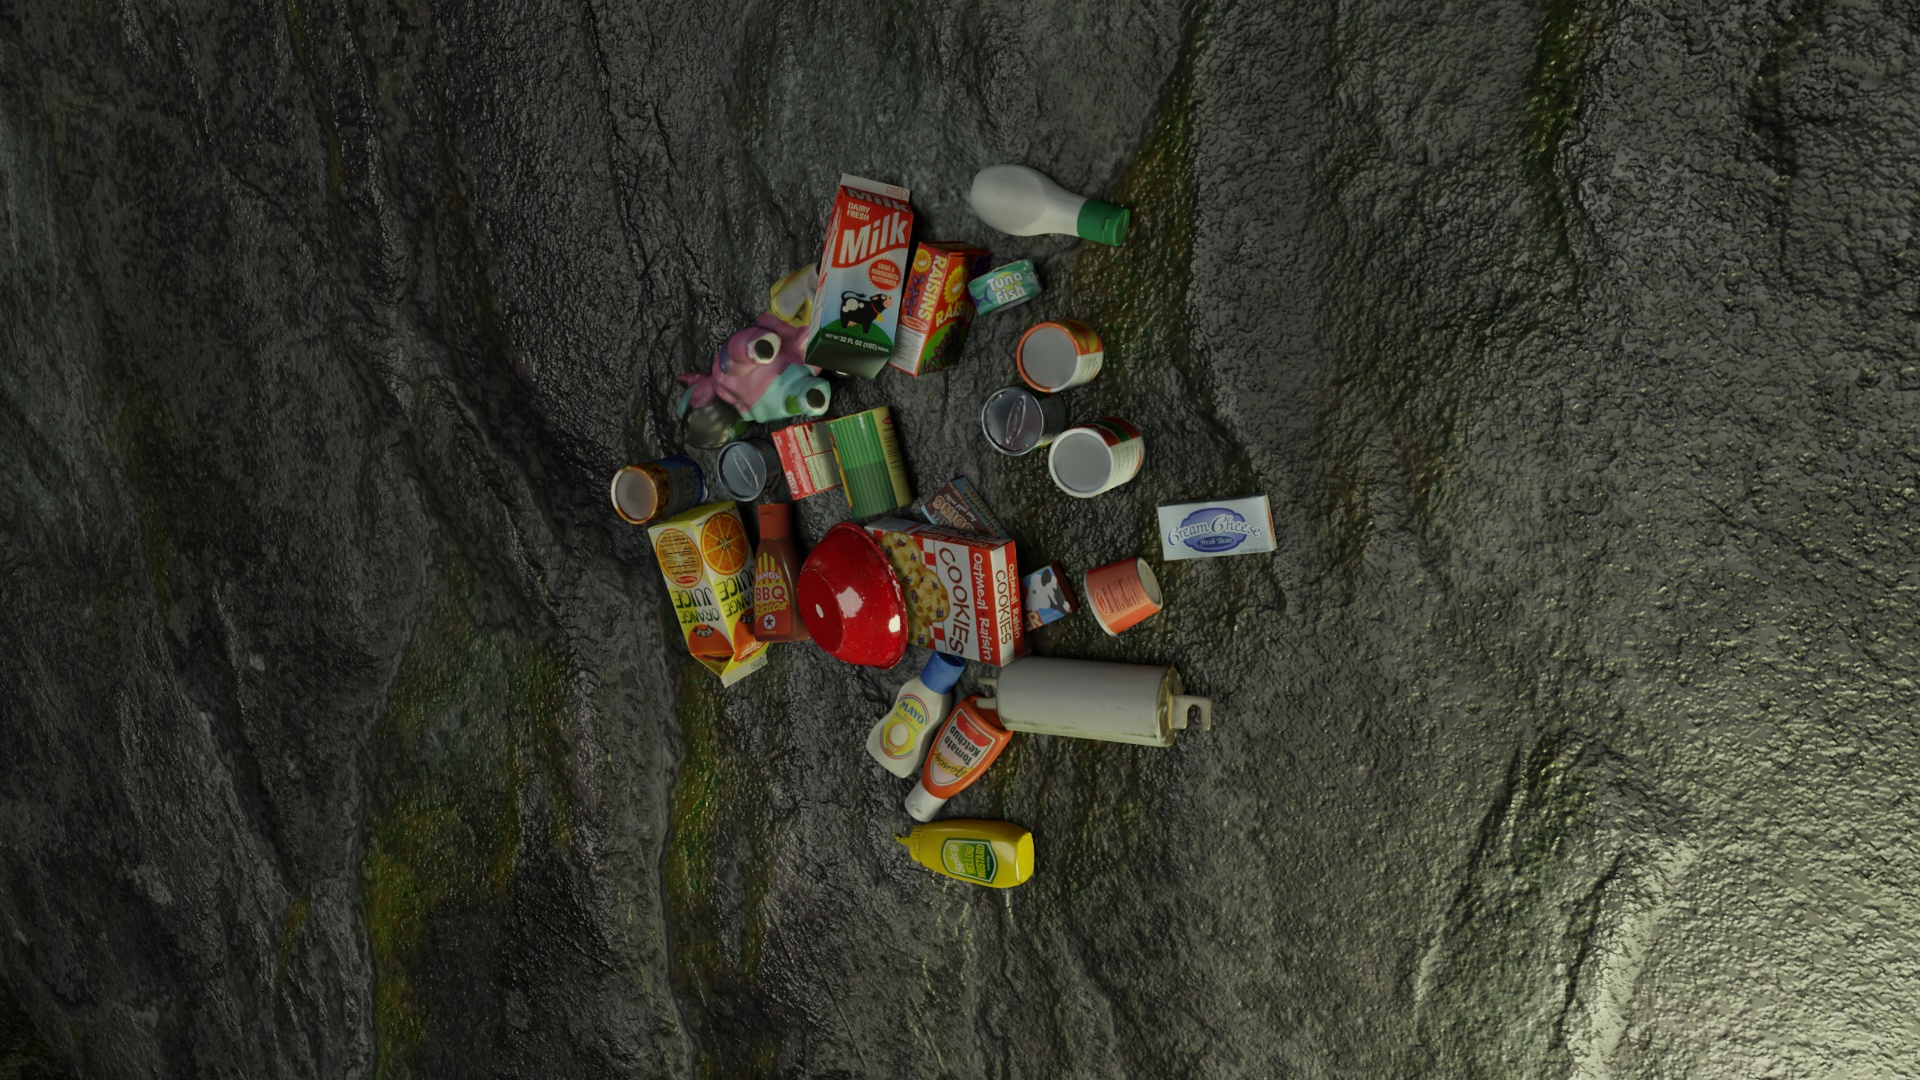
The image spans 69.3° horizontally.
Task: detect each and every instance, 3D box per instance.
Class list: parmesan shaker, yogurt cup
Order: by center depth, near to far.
[{"bbox_3d":[0.156,0.050,1.315,0.054,0.072,0.072,-25,89,21],"label":"yogurt cup"},{"bbox_3d":[-0.093,-0.079,1.412,0.071,0.071,0.103,-13,95,29],"label":"parmesan shaker"}]

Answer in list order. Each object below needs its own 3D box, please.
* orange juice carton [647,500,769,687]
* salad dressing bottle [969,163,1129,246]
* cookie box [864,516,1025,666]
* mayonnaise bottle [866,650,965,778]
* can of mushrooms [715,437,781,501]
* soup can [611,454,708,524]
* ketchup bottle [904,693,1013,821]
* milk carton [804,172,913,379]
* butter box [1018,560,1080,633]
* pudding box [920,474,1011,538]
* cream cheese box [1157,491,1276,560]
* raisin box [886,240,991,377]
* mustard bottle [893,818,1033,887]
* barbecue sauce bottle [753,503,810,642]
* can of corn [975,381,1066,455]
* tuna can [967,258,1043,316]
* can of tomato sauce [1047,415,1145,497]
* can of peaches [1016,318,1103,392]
[{"bbox_3d":[-0.264,0.060,1.518,0.073,0.072,0.192,-7,105,37],"label":"orange juice carton"},{"bbox_3d":[0.083,-0.308,1.288,0.148,0.044,0.064,20,108,21],"label":"salad dressing bottle"},{"bbox_3d":[-0.016,0.049,1.389,0.167,0.040,0.122,10,115,39],"label":"cookie box"},{"bbox_3d":[-0.043,0.177,1.458,0.065,0.041,0.147,38,116,18],"label":"mayonnaise bottle"},{"bbox_3d":[-0.231,-0.077,1.507,0.071,0.033,0.071,6,104,26],"label":"can of mushrooms"},{"bbox_3d":[-0.332,-0.056,1.535,0.071,0.084,0.071,6,104,26],"label":"soup can"},{"bbox_3d":[-0.007,0.232,1.450,0.065,0.044,0.148,42,117,16],"label":"ketchup bottle"},{"bbox_3d":[-0.095,-0.261,1.337,0.072,0.073,0.191,11,75,-15],"label":"milk carton"},{"bbox_3d":[0.064,0.065,1.388,0.103,0.024,0.053,-27,87,29],"label":"butter box"},{"bbox_3d":[0.005,-0.018,1.398,0.049,0.030,0.084,-41,81,29],"label":"pudding box"},{"bbox_3d":[0.236,-0.013,1.282,0.103,0.024,0.053,-6,96,28],"label":"cream cheese box"},{"bbox_3d":[-0.021,-0.224,1.335,0.040,0.086,0.123,26,112,22],"label":"raisin box"},{"bbox_3d":[-0.003,0.325,1.464,0.160,0.049,0.065,1,100,27],"label":"mustard bottle"},{"bbox_3d":[-0.195,0.035,1.495,0.065,0.044,0.148,-5,87,33],"label":"barbecue sauce bottle"},{"bbox_3d":[0.059,-0.119,1.332,0.071,0.058,0.071,6,104,26],"label":"can of corn"},{"bbox_3d":[0.043,-0.238,1.308,0.071,0.071,0.033,-21,93,30],"label":"tuna can"},{"bbox_3d":[0.125,-0.078,1.291,0.071,0.083,0.071,6,104,26],"label":"can of tomato sauce"},{"bbox_3d":[0.091,-0.175,1.303,0.071,0.058,0.071,6,104,26],"label":"can of peaches"}]
